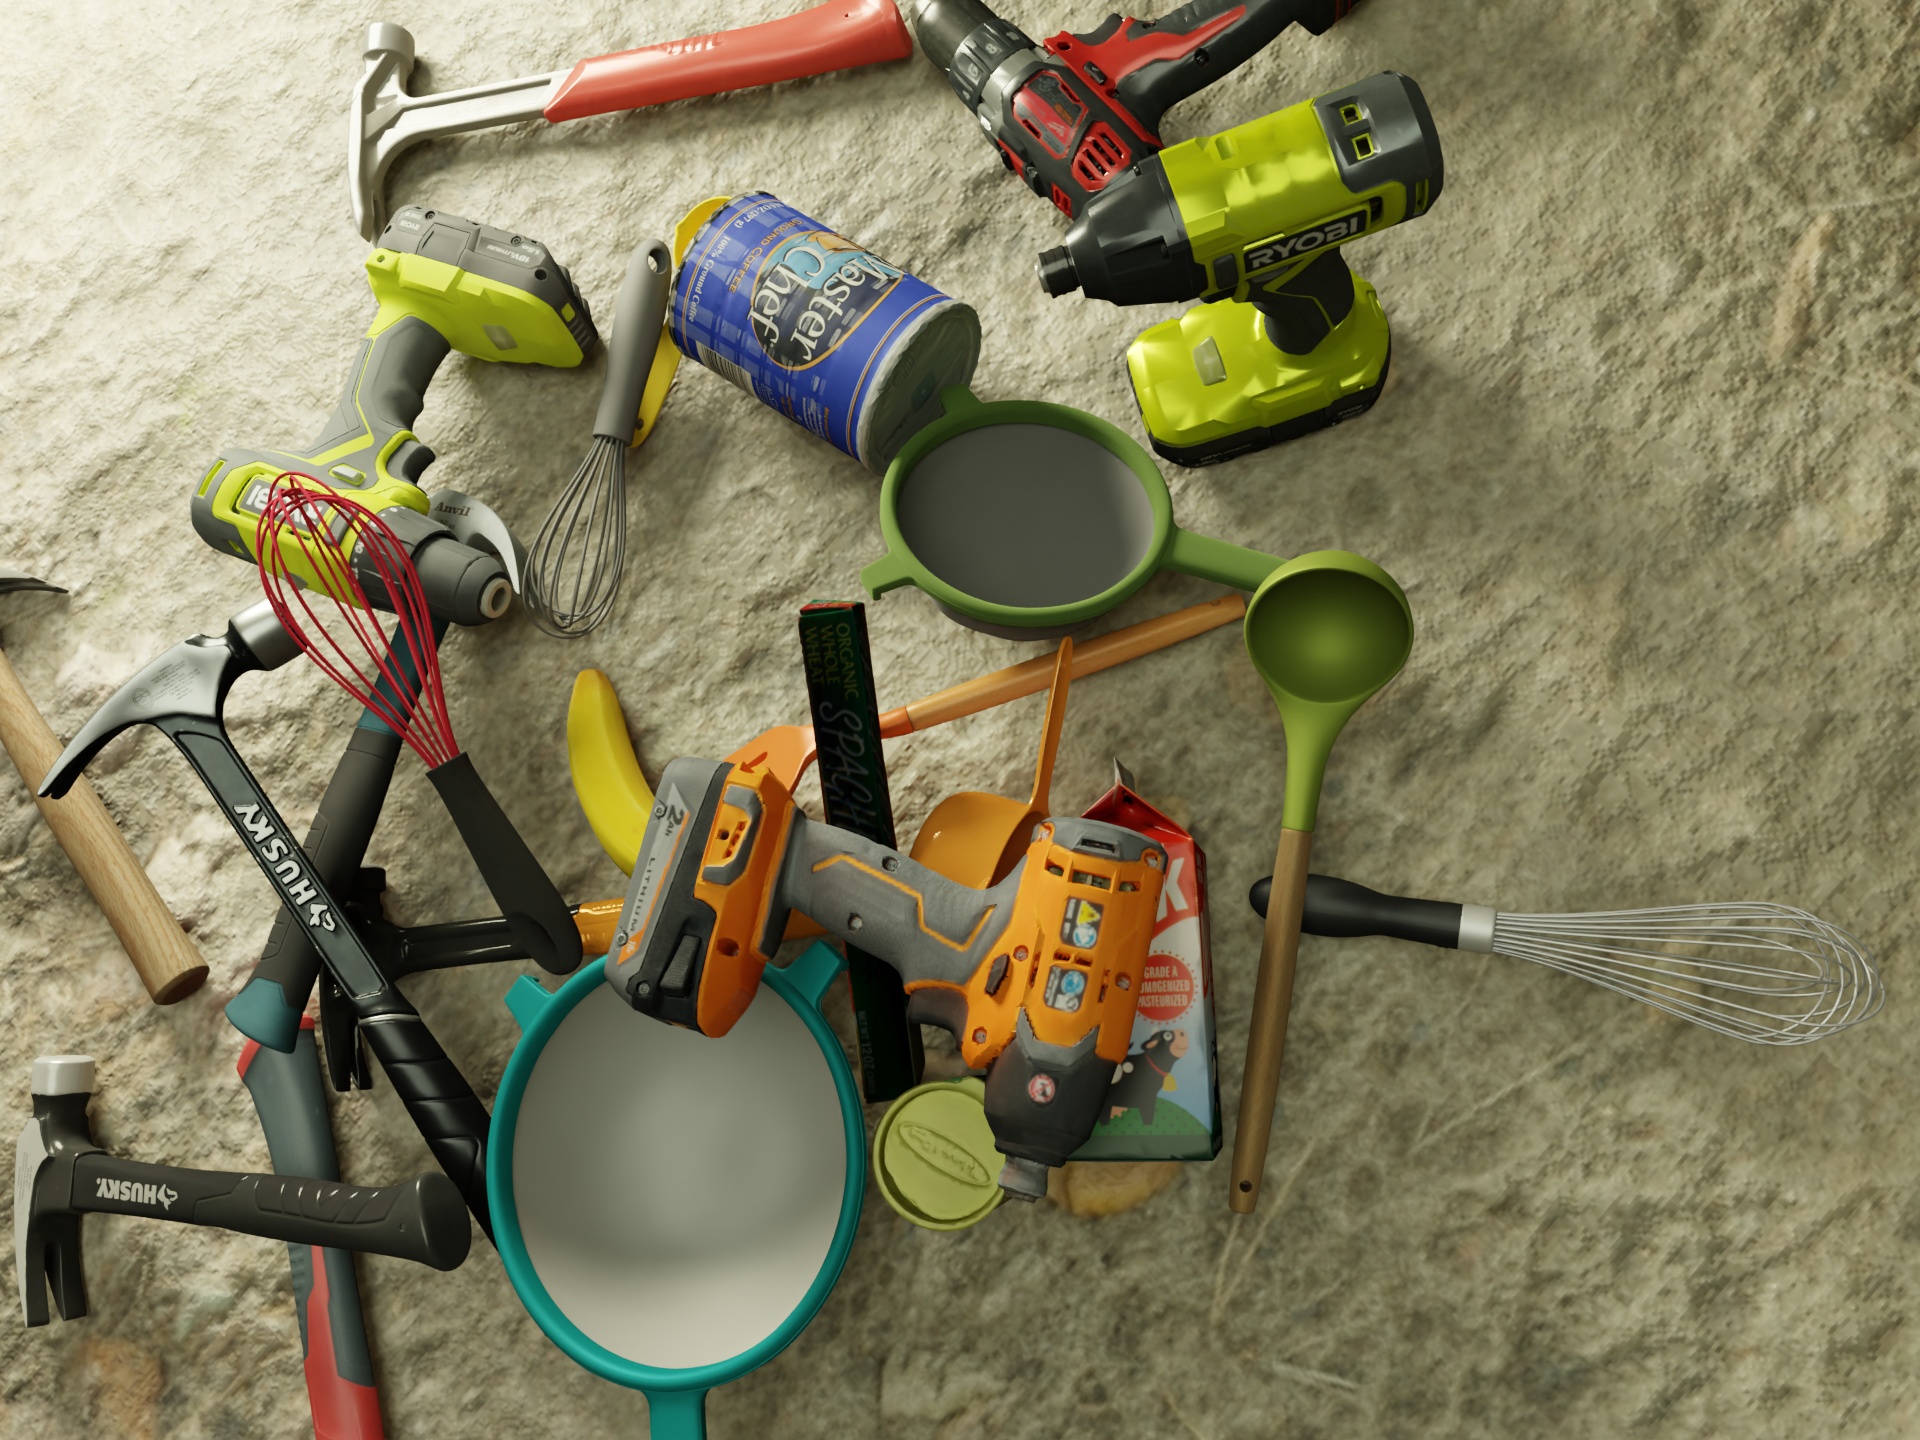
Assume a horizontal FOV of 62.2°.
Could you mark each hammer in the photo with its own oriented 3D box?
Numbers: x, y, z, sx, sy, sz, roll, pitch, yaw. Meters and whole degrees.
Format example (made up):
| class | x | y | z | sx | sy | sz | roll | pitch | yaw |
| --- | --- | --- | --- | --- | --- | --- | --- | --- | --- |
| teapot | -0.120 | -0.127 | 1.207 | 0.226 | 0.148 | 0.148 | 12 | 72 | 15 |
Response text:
| class | x | y | z | sx | sy | sz | roll | pitch | yaw |
| --- | --- | --- | --- | --- | --- | --- | --- | --- | --- |
| hammer | -0.314 | 0.143 | 0.830 | 0.149 | 0.036 | 0.409 | -33 | 91 | -12 |
| hammer | -0.551 | 0.034 | 0.969 | 0.130 | 0.031 | 0.331 | -42 | 74 | 3 |
| hammer | -0.207 | -0.382 | 0.971 | 0.359 | 0.036 | 0.149 | -5 | 78 | 12 |
| hammer | -0.389 | 0.259 | 0.841 | 0.335 | 0.035 | 0.146 | -3 | 80 | 28 |
| hammer | -0.318 | 0.346 | 0.851 | 0.143 | 0.038 | 0.386 | -17 | 76 | 8 |
| hammer | -0.334 | 0.021 | 0.897 | 0.128 | 0.033 | 0.331 | 11 | 72 | 14 |
| hammer | -0.194 | 0.121 | 0.869 | 0.337 | 0.034 | 0.127 | -9 | 76 | 11 |

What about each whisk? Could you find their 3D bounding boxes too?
| class | x | y | z | sx | sy | sz | roll | pitch | yaw |
| --- | --- | --- | --- | --- | --- | --- | --- | --- | --- |
| whisk | -0.277 | 0.005 | 0.824 | 0.073 | 0.073 | 0.296 | -28 | 97 | 6 |
| whisk | -0.203 | -0.163 | 0.912 | 0.055 | 0.055 | 0.239 | 11 | 84 | 15 |
| whisk | 0.279 | 0.105 | 0.755 | 0.285 | 0.070 | 0.070 | 7 | 81 | 18 |

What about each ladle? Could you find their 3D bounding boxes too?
| class | x | y | z | sx | sy | sz | roll | pitch | yaw |
| --- | --- | --- | --- | --- | --- | --- | --- | --- | --- |
| ladle | 0.156 | 0.079 | 0.755 | 0.078 | 0.062 | 0.320 | 8 | 91 | 11 |

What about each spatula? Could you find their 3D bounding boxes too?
| class | x | y | z | sx | sy | sz | roll | pitch | yaw |
| --- | --- | --- | --- | --- | --- | --- | --- | --- | --- |
| spatula | -0.001 | -0.003 | 0.847 | 0.322 | 0.041 | 0.081 | -19 | 41 | 1 |

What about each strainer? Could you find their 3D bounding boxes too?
| class | x | y | z | sx | sy | sz | roll | pitch | yaw |
| --- | --- | --- | --- | --- | --- | --- | --- | --- | --- |
| strainer | -0.120 | 0.280 | 0.785 | 0.211 | 0.095 | 0.340 | -10 | 76 | 21 |
| strainer | 0.083 | -0.079 | 0.830 | 0.256 | 0.069 | 0.152 | 16 | 56 | 6 |

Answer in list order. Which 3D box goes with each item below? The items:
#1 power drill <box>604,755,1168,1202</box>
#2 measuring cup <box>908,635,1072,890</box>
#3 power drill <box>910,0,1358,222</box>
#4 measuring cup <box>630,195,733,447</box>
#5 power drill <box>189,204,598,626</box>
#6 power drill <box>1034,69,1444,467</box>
| class | x | y | z | sx | sy | sz | roll | pitch | yaw |
| --- | --- | --- | --- | --- | --- | --- | --- | --- | --- |
| power drill | -0.034 | 0.110 | 0.706 | 0.226 | 0.084 | 0.164 | 11 | 74 | 9 |
| measuring cup | 0.016 | 0.038 | 0.802 | 0.052 | 0.095 | 0.173 | 13 | 92 | 23 |
| power drill | 0.098 | -0.400 | 0.887 | 0.226 | 0.080 | 0.188 | -42 | 73 | 5 |
| measuring cup | -0.159 | -0.231 | 0.940 | 0.062 | 0.029 | 0.156 | 29 | 99 | 23 |
| power drill | -0.303 | -0.167 | 0.906 | 0.190 | 0.080 | 0.228 | 19 | 74 | 16 |
| power drill | 0.132 | -0.204 | 0.760 | 0.171 | 0.223 | 0.080 | -18 | 75 | 9 |
